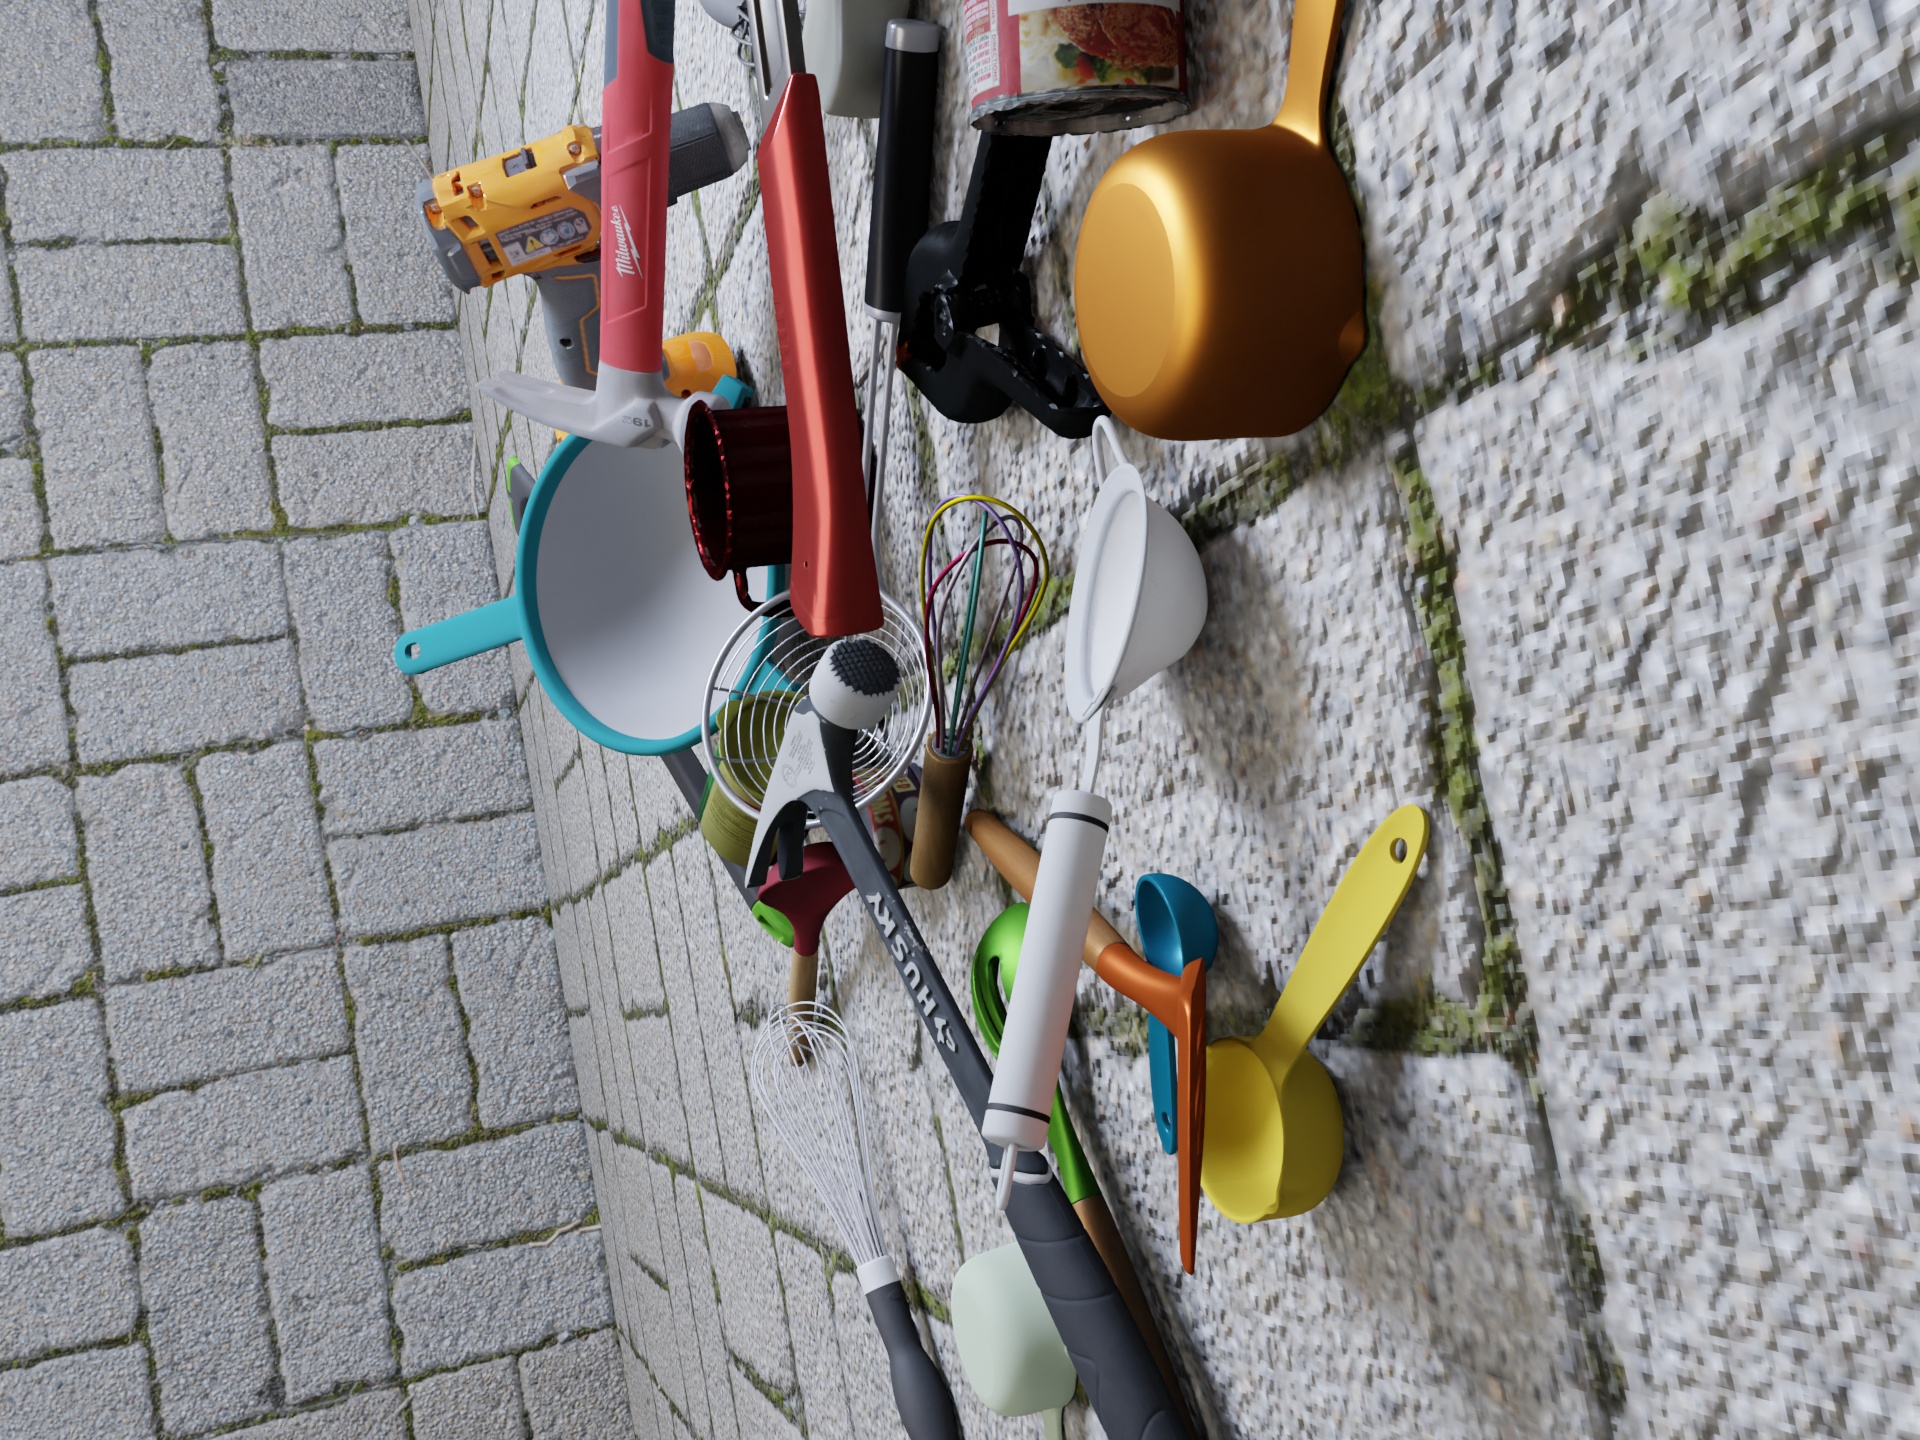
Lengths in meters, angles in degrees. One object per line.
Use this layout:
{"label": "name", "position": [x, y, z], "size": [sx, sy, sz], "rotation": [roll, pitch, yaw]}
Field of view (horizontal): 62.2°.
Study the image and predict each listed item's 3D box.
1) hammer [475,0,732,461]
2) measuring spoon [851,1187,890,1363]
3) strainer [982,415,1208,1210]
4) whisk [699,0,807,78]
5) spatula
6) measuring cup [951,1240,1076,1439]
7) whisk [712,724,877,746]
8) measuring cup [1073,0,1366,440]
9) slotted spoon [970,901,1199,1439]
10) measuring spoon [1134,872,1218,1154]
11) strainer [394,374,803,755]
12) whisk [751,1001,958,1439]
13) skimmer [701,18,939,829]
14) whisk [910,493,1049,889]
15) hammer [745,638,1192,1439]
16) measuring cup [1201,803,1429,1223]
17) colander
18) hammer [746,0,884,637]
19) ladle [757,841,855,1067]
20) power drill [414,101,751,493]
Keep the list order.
{"label": "hammer", "position": [-0.174, -0.324, 0.791], "size": [0.038, 0.143, 0.386], "rotation": [-58, -20, -57]}
{"label": "measuring spoon", "position": [-0.049, 0.343, 0.995], "size": [0.124, 0.018, 0.034], "rotation": [-113, 25, -50]}
{"label": "strainer", "position": [0.041, 0.023, 0.500], "size": [0.087, 0.050, 0.259], "rotation": [125, 160, -69]}
{"label": "whisk", "position": [-0.109, -0.369, 0.832], "size": [0.239, 0.055, 0.055], "rotation": [-123, 32, -55]}
{"label": "spatula", "position": [0.039, 0.080, 0.575], "size": [0.323, 0.041, 0.081], "rotation": [-141, 47, -71]}
{"label": "measuring cup", "position": [0.027, 0.333, 0.751], "size": [0.083, 0.038, 0.167], "rotation": [174, 90, -69]}
{"label": "whisk", "position": [-0.102, 0.013, 0.961], "size": [0.059, 0.058, 0.246], "rotation": [47, 157, -12]}
{"label": "measuring cup", "position": [0.071, -0.158, 0.432], "size": [0.095, 0.052, 0.173], "rotation": [-125, 31, -49]}
{"label": "slotted spoon", "position": [0.060, 0.219, 0.644], "size": [0.314, 0.031, 0.070], "rotation": [69, 152, 26]}
{"label": "measuring spoon", "position": [0.081, 0.107, 0.571], "size": [0.042, 0.021, 0.128], "rotation": [-121, 21, -55]}
{"label": "strainer", "position": [-0.217, -0.074, 1.003], "size": [0.340, 0.095, 0.211], "rotation": [-13, 85, 34]}
{"label": "whisk", "position": [-0.061, 0.299, 0.948], "size": [0.285, 0.070, 0.070], "rotation": [67, 155, 23]}
{"label": "skimmer", "position": [-0.056, -0.122, 0.725], "size": [0.127, 0.090, 0.363], "rotation": [24, 124, 27]}
{"label": "whisk", "position": [0.001, -0.001, 0.699], "size": [0.244, 0.047, 0.051], "rotation": [99, 165, -47]}
{"label": "hammer", "position": [0.012, 0.167, 0.643], "size": [0.409, 0.036, 0.149], "rotation": [61, 141, 26]}
{"label": "measuring cup", "position": [0.112, 0.088, 0.475], "size": [0.062, 0.029, 0.156], "rotation": [-116, 39, -49]}
{"label": "colander", "position": [-0.190, -0.026, 1.137], "size": [0.397, 0.094, 0.204], "rotation": [57, 158, 11]}
{"label": "hammer", "position": [-0.061, -0.213, 0.655], "size": [0.149, 0.036, 0.359], "rotation": [7, 107, 48]}
{"label": "ladle", "position": [-0.096, 0.153, 0.993], "size": [0.315, 0.069, 0.031], "rotation": [102, 153, -55]}
{"label": "power drill", "position": [-0.193, -0.255, 0.953], "size": [0.226, 0.185, 0.084], "rotation": [71, 177, -55]}
